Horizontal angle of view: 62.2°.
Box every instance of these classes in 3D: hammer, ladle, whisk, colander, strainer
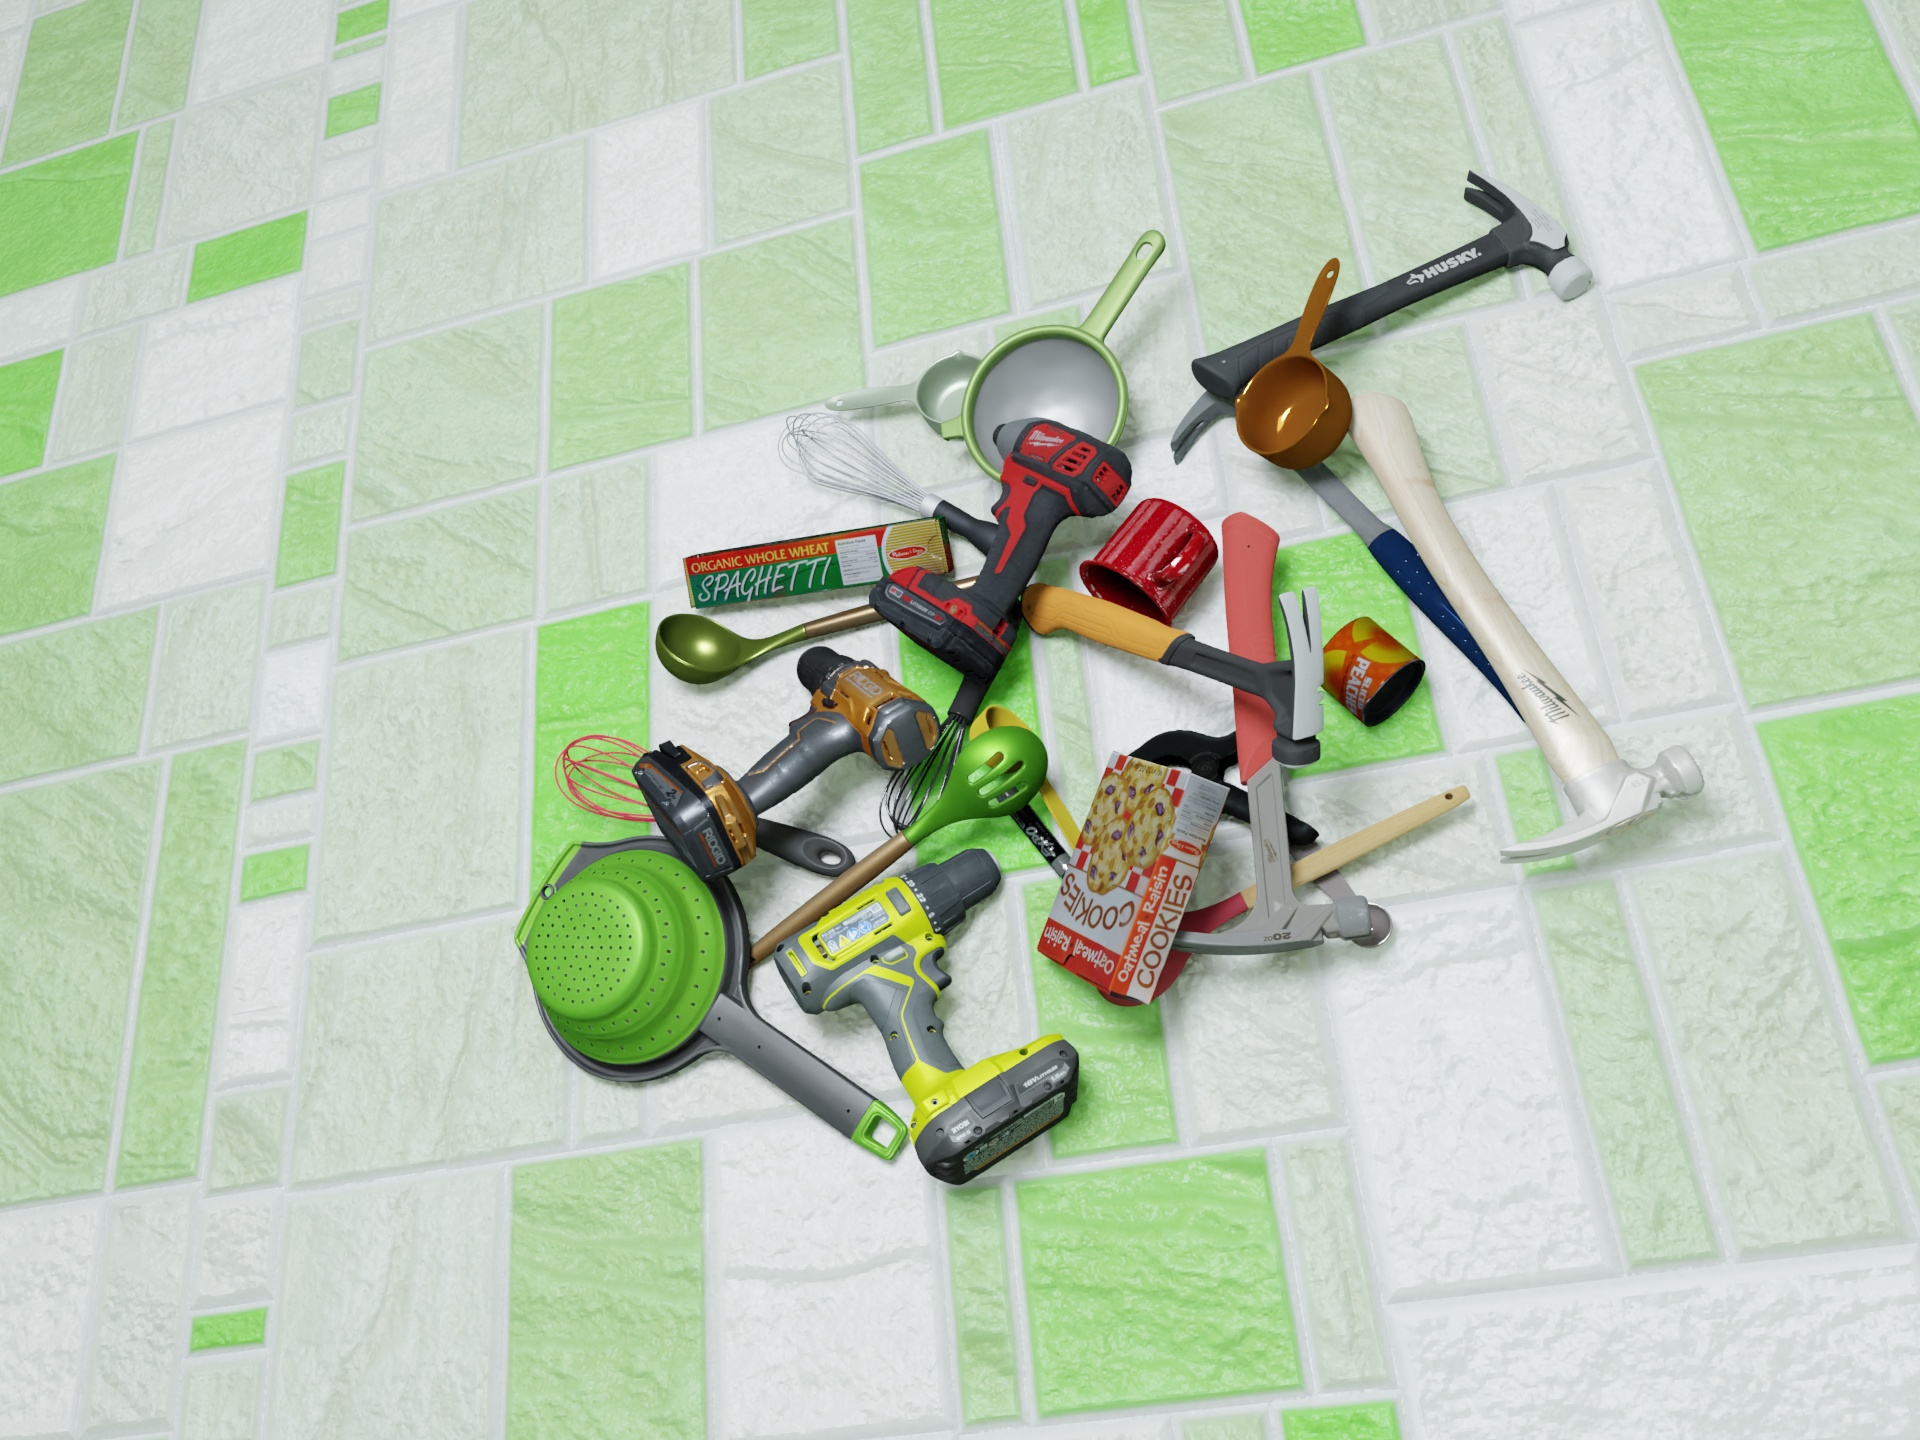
[{"bbox_3d":[0.352,-0.360,1.357,0.335,0.035,0.146,-24,62,-4],"label":"hammer"},{"bbox_3d":[0.238,0.126,1.197,0.315,0.031,0.069,-28,56,6],"label":"ladle"},{"bbox_3d":[-0.222,0.076,1.360,0.296,0.073,0.073,18,73,17],"label":"whisk"},{"bbox_3d":[-0.051,-0.205,1.433,0.285,0.070,0.070,31,79,22],"label":"whisk"},{"bbox_3d":[0.331,-0.151,1.296,0.144,0.035,0.406,-36,61,-1],"label":"hammer"},{"bbox_3d":[0.219,0.002,1.221,0.149,0.036,0.359,-6,64,12],"label":"hammer"},{"bbox_3d":[-0.215,0.225,1.255,0.397,0.094,0.204,30,88,23],"label":"colander"},{"bbox_3d":[-0.003,-0.005,1.332,0.055,0.055,0.239,17,69,24],"label":"whisk"},{"bbox_3d":[0.385,-0.087,1.210,0.146,0.038,0.411,-26,61,6],"label":"hammer"},{"bbox_3d":[0.109,-0.311,1.403,0.151,0.069,0.256,34,91,21],"label":"strainer"},{"bbox_3d":[0.151,-0.068,1.225,0.034,0.127,0.337,-16,23,-29],"label":"hammer"},{"bbox_3d":[-0.115,-0.095,1.402,0.320,0.062,0.078,-15,38,8],"label":"ladle"}]

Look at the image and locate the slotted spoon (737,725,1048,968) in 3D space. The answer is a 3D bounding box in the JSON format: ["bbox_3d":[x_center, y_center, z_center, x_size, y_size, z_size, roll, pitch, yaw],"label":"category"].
[{"bbox_3d":[-0.060,0.111,1.276,0.313,0.031,0.070,-37,105,13],"label":"slotted spoon"}]

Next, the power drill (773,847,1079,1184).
[{"bbox_3d":[-0.009,0.213,1.210,0.190,0.080,0.229,-29,59,-16],"label":"power drill"}]

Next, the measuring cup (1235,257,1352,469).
[{"bbox_3d":[0.289,-0.287,1.297,0.095,0.052,0.173,15,83,49],"label":"measuring cup"}]

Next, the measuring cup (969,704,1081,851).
[{"bbox_3d":[0.058,0.058,1.289,0.029,0.062,0.157,-41,71,30],"label":"measuring cup"}]

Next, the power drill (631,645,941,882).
[{"bbox_3d":[-0.151,0.020,1.306,0.226,0.084,0.186,-31,35,-17],"label":"power drill"}]

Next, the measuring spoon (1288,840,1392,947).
[{"bbox_3d":[0.282,0.124,1.204,0.034,0.018,0.124,-37,54,2],"label":"measuring spoon"}]

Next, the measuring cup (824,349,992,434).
[{"bbox_3d":[-0.043,-0.295,1.479,0.167,0.038,0.083,-2,66,19],"label":"measuring cup"}]

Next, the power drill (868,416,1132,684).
[{"bbox_3d":[0.031,-0.153,1.318,0.143,0.078,0.219,34,88,42],"label":"power drill"}]
